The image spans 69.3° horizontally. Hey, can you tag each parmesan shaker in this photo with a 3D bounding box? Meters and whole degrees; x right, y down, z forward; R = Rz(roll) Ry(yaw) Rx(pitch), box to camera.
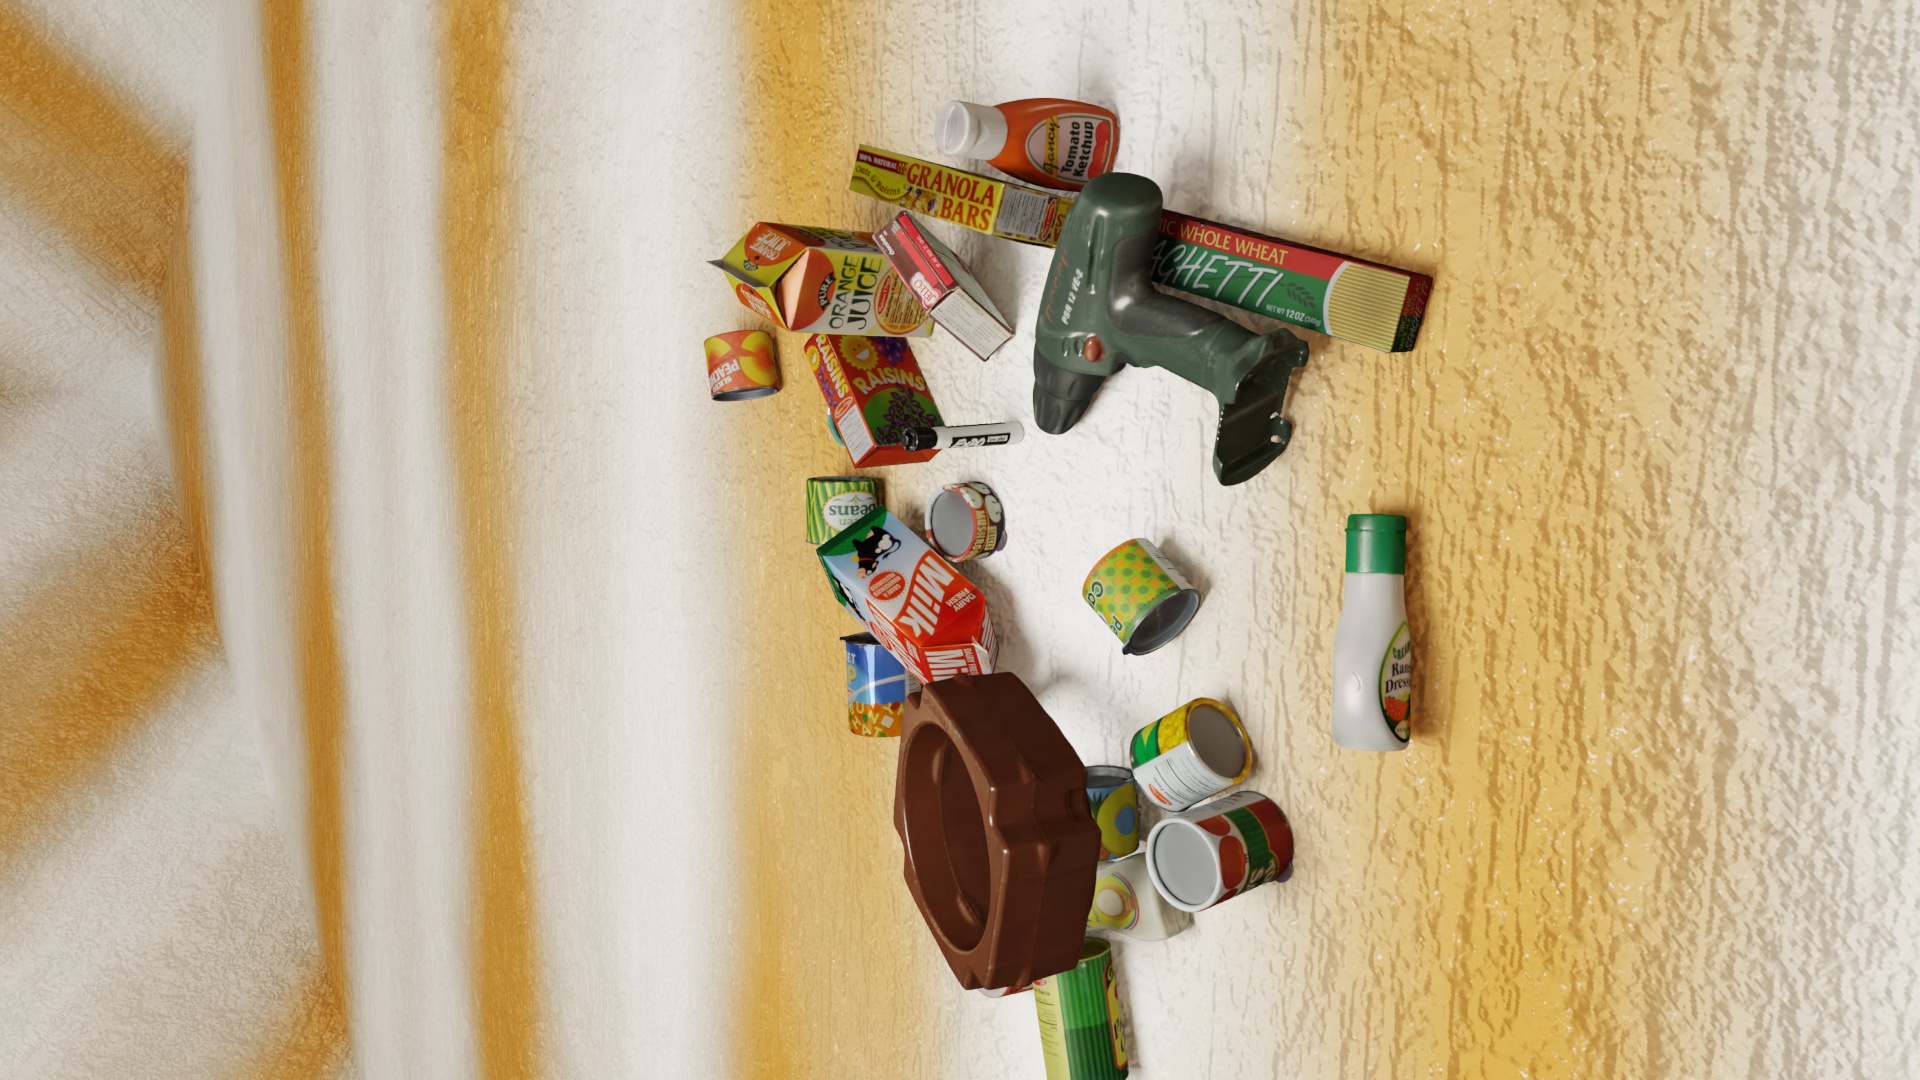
[{"bbox_3d":[0.092,0.372,1.092,0.071,0.071,0.103,-10,89,47],"label":"parmesan shaker"}]

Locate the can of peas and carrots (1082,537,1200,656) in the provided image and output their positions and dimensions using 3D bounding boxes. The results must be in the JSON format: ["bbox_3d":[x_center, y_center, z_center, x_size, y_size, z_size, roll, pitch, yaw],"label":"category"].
[{"bbox_3d":[0.129,0.042,1.007,0.059,0.071,0.070,50,128,31],"label":"can of peas and carrots"}]

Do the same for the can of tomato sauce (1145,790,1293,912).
[{"bbox_3d":[0.180,0.217,0.964,0.071,0.083,0.071,7,100,47],"label":"can of tomato sauce"}]

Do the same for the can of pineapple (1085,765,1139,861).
[{"bbox_3d":[0.101,0.207,1.058,0.071,0.071,0.058,0,95,47],"label":"can of pineapple"}]

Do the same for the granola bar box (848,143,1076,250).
[{"bbox_3d":[0.015,-0.256,1.051,0.166,0.124,0.039,29,111,42],"label":"granola bar box"}]

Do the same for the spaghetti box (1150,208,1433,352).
[{"bbox_3d":[0.196,-0.182,0.937,0.250,0.029,0.050,28,115,42],"label":"spaghetti box"}]

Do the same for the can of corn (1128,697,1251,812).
[{"bbox_3d":[0.164,0.150,0.988,0.058,0.071,0.071,-39,67,42],"label":"can of corn"}]

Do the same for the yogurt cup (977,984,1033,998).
[{"bbox_3d":[0.040,0.345,1.151,0.072,0.054,0.072,7,100,47],"label":"yogurt cup"}]

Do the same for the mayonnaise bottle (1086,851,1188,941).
[{"bbox_3d":[0.107,0.276,1.080,0.147,0.041,0.065,-16,85,46],"label":"mayonnaise bottle"}]

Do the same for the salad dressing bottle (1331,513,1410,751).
[{"bbox_3d":[0.261,0.057,0.877,0.044,0.064,0.147,0,87,39],"label":"salad dressing bottle"}]

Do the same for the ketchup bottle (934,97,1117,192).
[{"bbox_3d":[0.048,-0.287,0.995,0.043,0.149,0.064,29,115,43],"label":"ketchup bottle"}]

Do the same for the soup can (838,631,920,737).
[{"bbox_3d":[-0.071,0.126,1.232,0.071,0.071,0.083,6,99,47],"label":"soup can"}]

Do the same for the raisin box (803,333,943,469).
[{"bbox_3d":[-0.072,-0.126,1.190,0.040,0.086,0.123,-42,65,43],"label":"raisin box"}]

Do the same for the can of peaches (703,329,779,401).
[{"bbox_3d":[-0.215,-0.169,1.348,0.071,0.071,0.058,-11,86,47],"label":"can of peaches"}]

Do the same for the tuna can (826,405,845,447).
[{"bbox_3d":[-0.087,-0.113,1.246,0.071,0.033,0.071,8,100,47],"label":"tuna can"}]

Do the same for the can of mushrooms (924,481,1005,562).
[{"bbox_3d":[0.004,-0.015,1.161,0.071,0.033,0.071,7,99,46],"label":"can of mushrooms"}]

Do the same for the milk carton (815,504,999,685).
[{"bbox_3d":[-0.033,0.059,1.162,0.191,0.074,0.072,41,158,36],"label":"milk carton"}]

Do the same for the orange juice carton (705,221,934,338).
[{"bbox_3d":[-0.109,-0.213,1.140,0.072,0.193,0.072,35,118,40],"label":"orange juice carton"}]

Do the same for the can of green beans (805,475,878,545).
[{"bbox_3d":[-0.106,-0.027,1.253,0.071,0.071,0.057,8,101,46],"label":"can of green beans"}]
